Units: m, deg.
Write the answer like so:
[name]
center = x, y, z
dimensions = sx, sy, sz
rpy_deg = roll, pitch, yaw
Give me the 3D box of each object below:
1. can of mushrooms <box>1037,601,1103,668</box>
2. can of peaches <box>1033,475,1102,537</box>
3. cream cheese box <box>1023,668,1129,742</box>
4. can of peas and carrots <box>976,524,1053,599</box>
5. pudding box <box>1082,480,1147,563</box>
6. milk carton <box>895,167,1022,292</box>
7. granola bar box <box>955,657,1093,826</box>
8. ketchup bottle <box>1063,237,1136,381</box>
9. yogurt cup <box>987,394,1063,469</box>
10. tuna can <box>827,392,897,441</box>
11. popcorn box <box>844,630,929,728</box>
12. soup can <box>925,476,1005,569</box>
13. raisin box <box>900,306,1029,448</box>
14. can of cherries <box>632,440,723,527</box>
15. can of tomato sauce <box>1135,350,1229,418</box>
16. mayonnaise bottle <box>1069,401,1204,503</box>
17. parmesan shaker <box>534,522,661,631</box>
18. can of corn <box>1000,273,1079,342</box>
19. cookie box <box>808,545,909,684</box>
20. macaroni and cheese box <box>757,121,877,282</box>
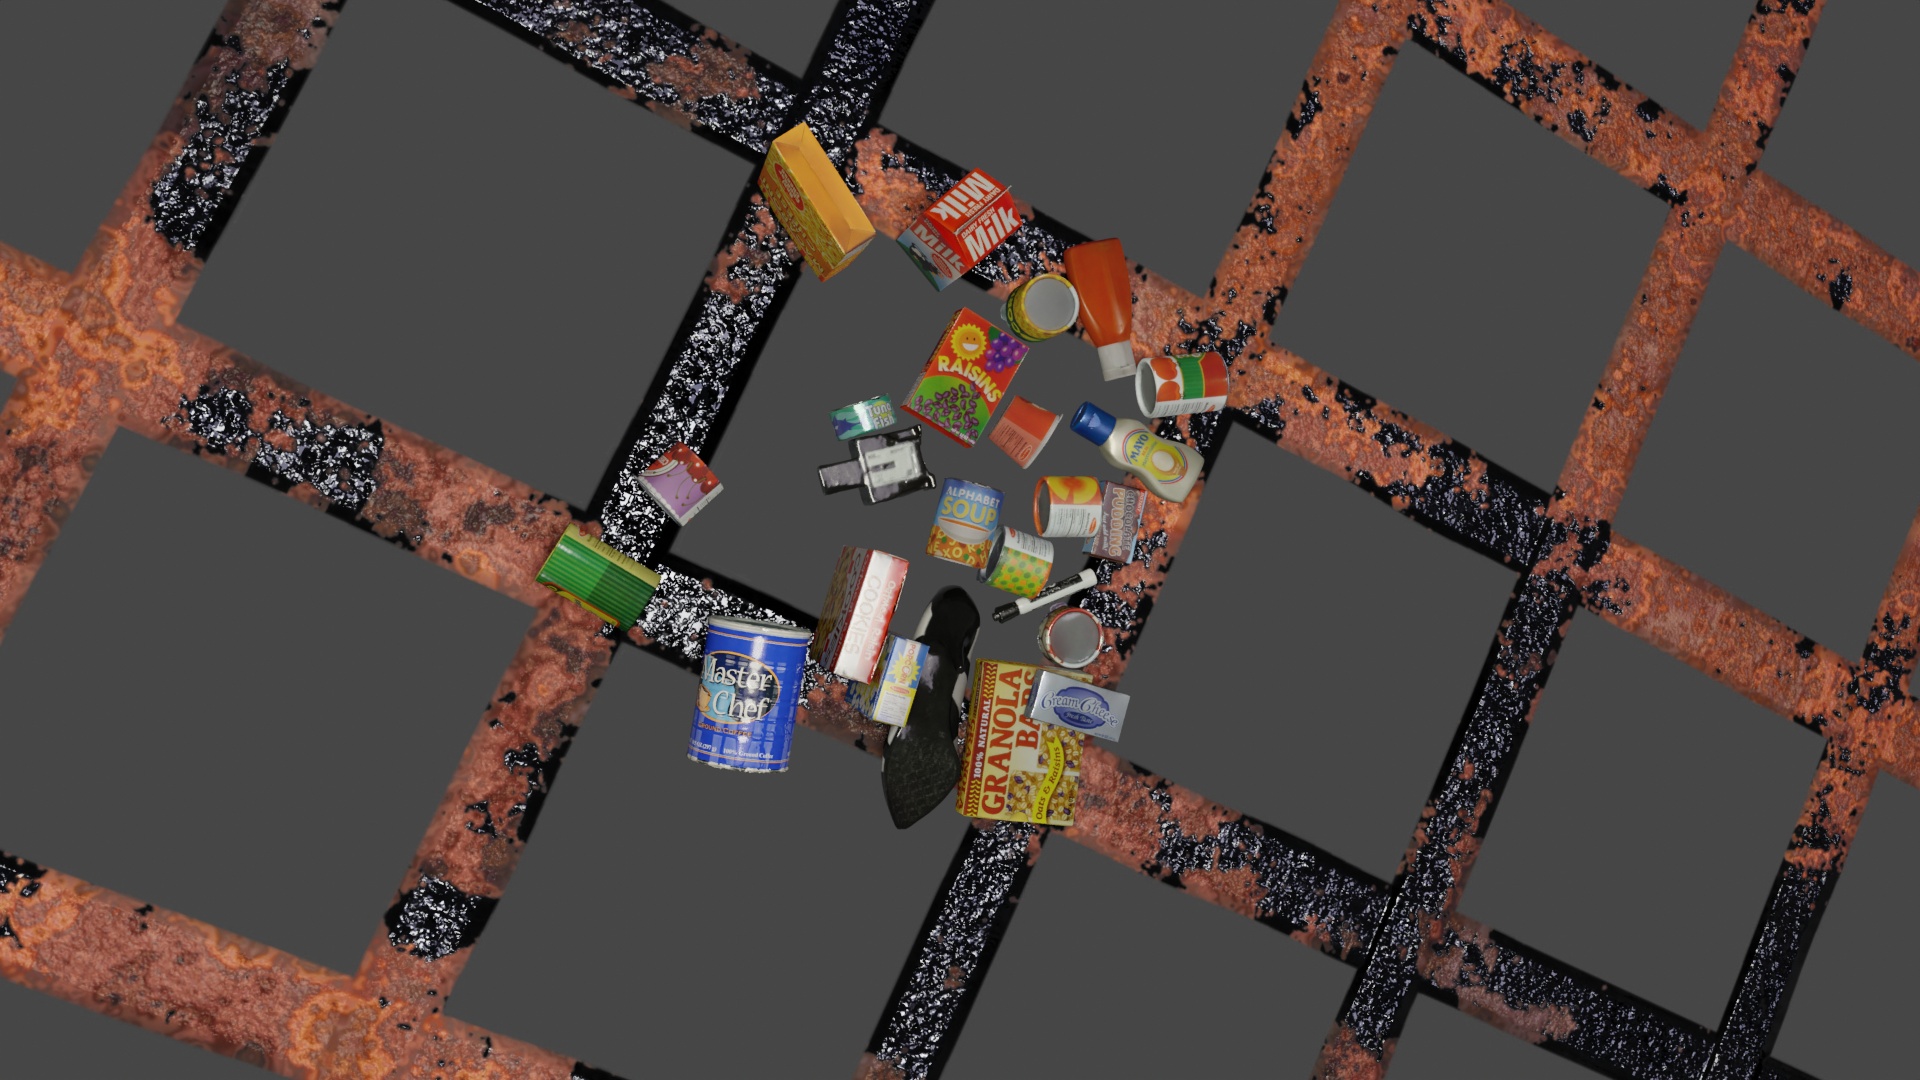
[can of mushrooms]
center = 0.118, 0.102, 1.498
dimensions = 0.071, 0.033, 0.071
rpy_deg = 0, 91, -14
[can of peaches]
center = 0.113, -0.037, 1.481
dimensions = 0.058, 0.071, 0.071
rpy_deg = 0, 91, -14
[cream cheese box]
center = 0.123, 0.174, 1.463
dimensions = 0.104, 0.024, 0.053
rpy_deg = 17, 84, -16
[can of peas and carrots]
center = 0.058, 0.025, 1.467
dimensions = 0.059, 0.071, 0.071
rpy_deg = 19, 86, -14
[pudding box]
center = 0.168, -0.019, 1.512
dimensions = 0.050, 0.030, 0.083
rpy_deg = 15, 87, -15
[milk carton]
center = 0.000, -0.311, 1.385
dimensions = 0.072, 0.190, 0.073
rpy_deg = -43, 100, -10
[granola bar box]
center = 0.068, 0.215, 1.482
dimensions = 0.124, 0.039, 0.165
rpy_deg = 8, 88, -14
[ketchup bottle]
center = 0.157, -0.248, 1.501
dimensions = 0.065, 0.043, 0.148
rpy_deg = -14, 94, -13
[yogurt cup]
center = 0.065, -0.117, 1.469
dimensions = 0.054, 0.072, 0.072
rpy_deg = 34, 83, -4
[tuna can]
center = -0.098, -0.127, 1.423
dimensions = 0.071, 0.071, 0.032
rpy_deg = -20, 97, -13
[popcorn box]
center = -0.076, 0.135, 1.401
dimensions = 0.038, 0.126, 0.085
rpy_deg = 17, 87, -17
[soup can]
center = 0.005, -0.018, 1.449
dimensions = 0.071, 0.071, 0.084
rpy_deg = 15, 87, -14
[raisin box]
center = 0.005, -0.171, 1.466
dimensions = 0.086, 0.040, 0.123
rpy_deg = 30, 84, -12
[can of cherries]
center = -0.280, -0.058, 1.378
dimensions = 0.058, 0.071, 0.071
rpy_deg = -44, 100, -10
[can of tomato sauce]
center = 0.240, -0.172, 1.512
dimensions = 0.083, 0.071, 0.071
rpy_deg = -7, 92, -13
[mayonnaise bottle]
center = 0.190, -0.100, 1.511
dimensions = 0.148, 0.041, 0.065
rpy_deg = 29, 85, -13
[parmesan shaker]
center = -0.354, 0.038, 1.358
dimensions = 0.103, 0.071, 0.071
rpy_deg = 32, 83, -12
[can of corn]
center = 0.084, -0.247, 1.475
dimensions = 0.071, 0.058, 0.071
rpy_deg = 0, 90, -14
[cookie box]
center = -0.102, 0.070, 1.372
dimensions = 0.040, 0.167, 0.123
rpy_deg = 18, 86, -14
[macaroni and cheese box]
center = -0.145, -0.327, 1.361
dimensions = 0.040, 0.166, 0.123
rpy_deg = -34, 98, -11
